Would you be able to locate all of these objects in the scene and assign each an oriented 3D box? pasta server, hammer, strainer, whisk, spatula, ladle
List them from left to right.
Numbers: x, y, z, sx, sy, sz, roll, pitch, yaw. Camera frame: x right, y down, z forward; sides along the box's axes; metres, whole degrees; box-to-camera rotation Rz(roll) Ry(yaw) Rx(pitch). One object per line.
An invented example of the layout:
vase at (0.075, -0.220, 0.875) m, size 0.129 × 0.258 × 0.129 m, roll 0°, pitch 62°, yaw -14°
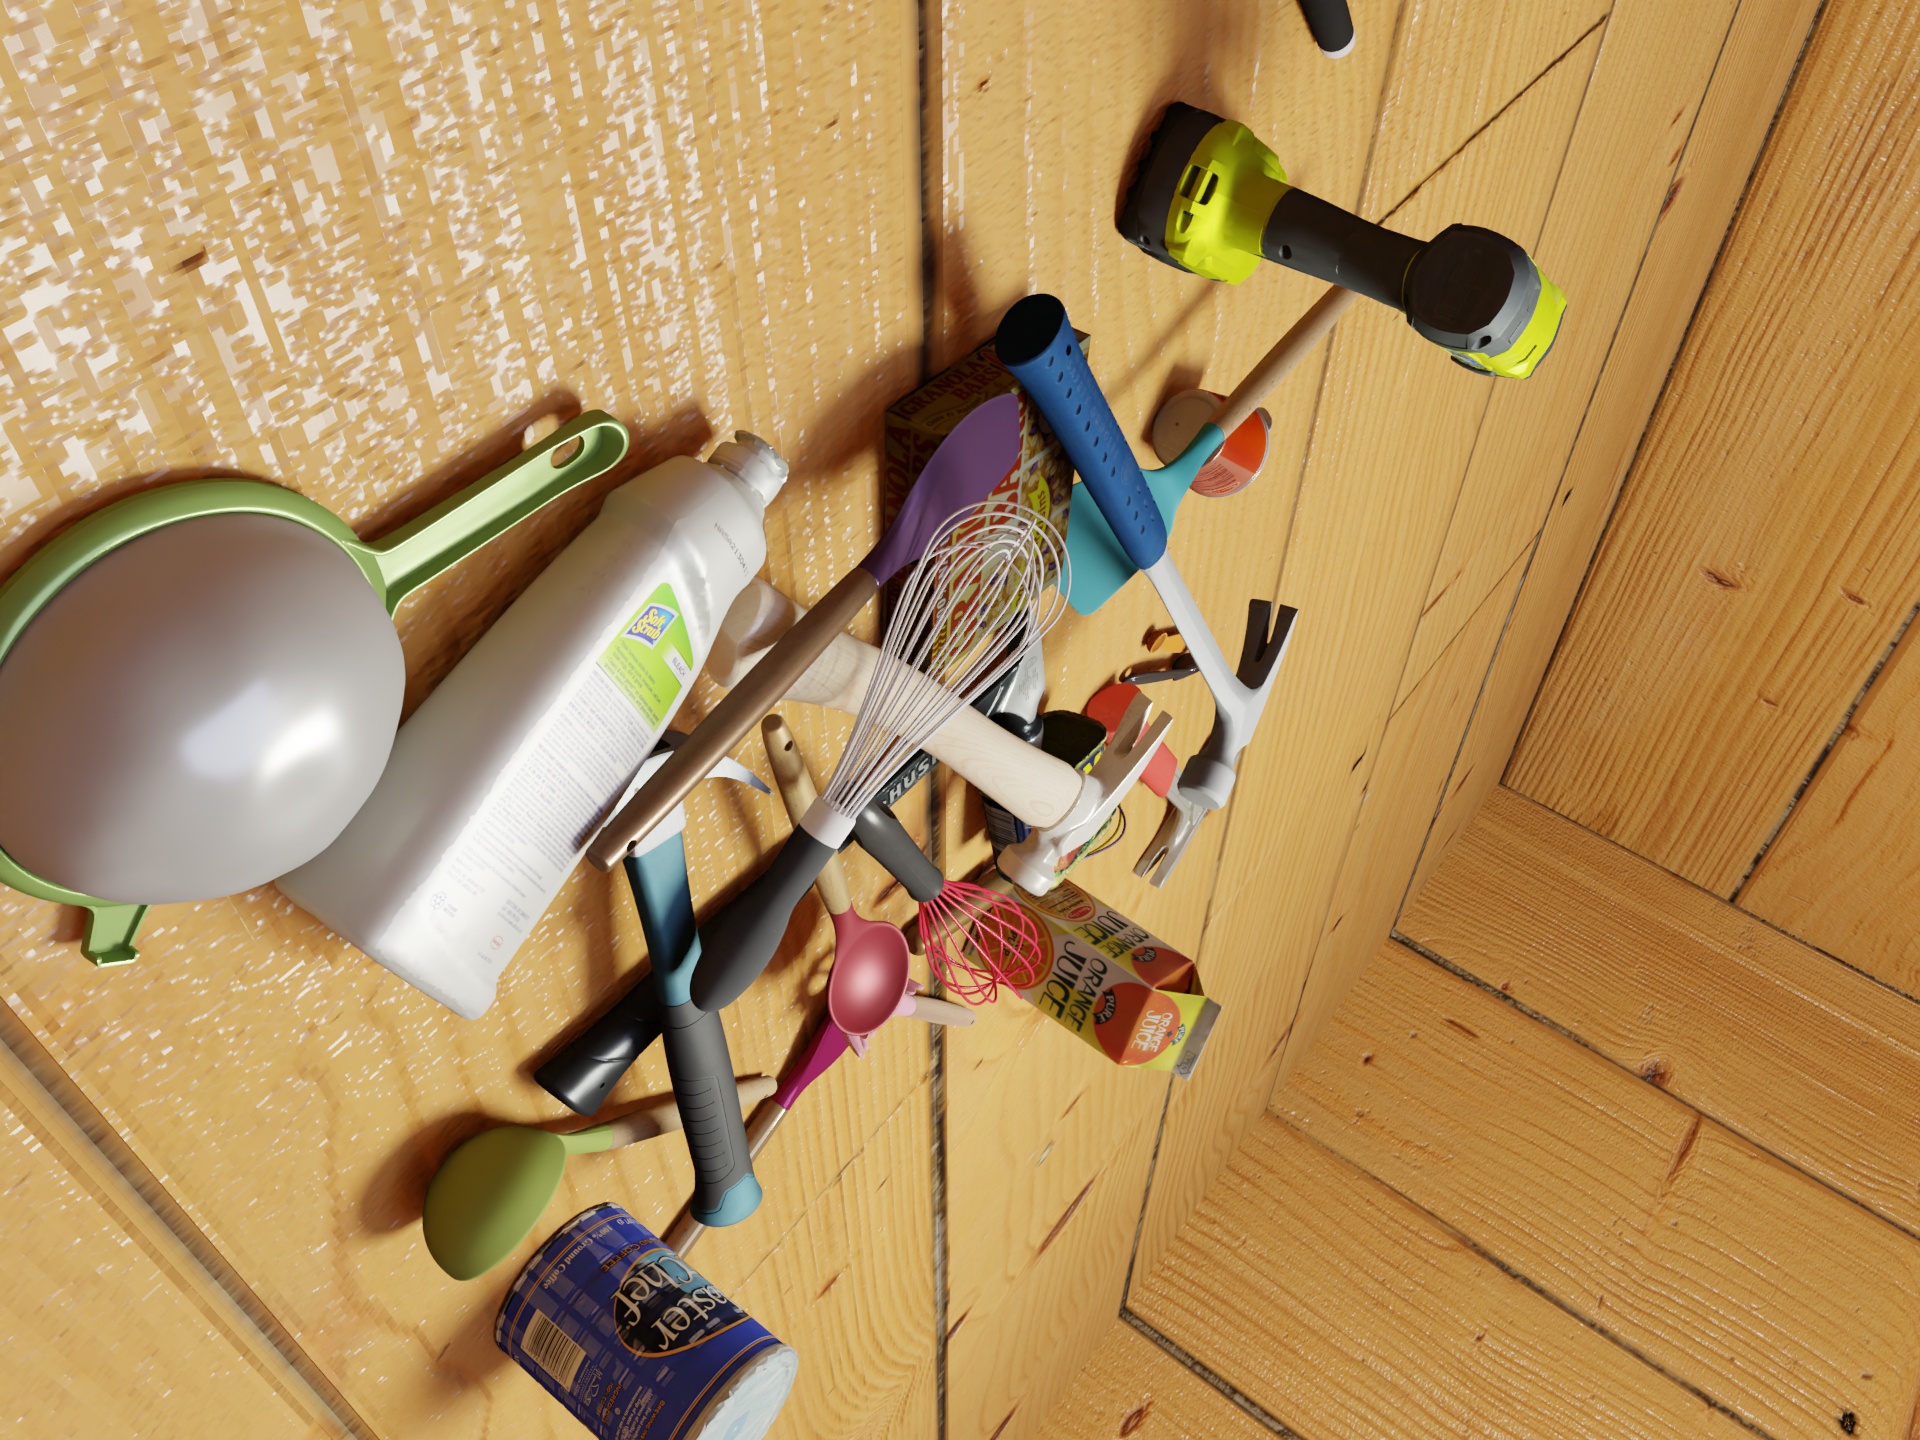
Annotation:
strainer at (-0.192, -0.024, 0.521) m, size 0.256 × 0.069 × 0.151 m, roll -42°, pitch 151°, yaw -31°
ladle at (-0.176, 0.235, 0.874) m, size 0.078 × 0.062 × 0.320 m, roll -36°, pitch 165°, yaw 16°
hammer at (-0.138, 0.144, 0.797) m, size 0.128 × 0.033 × 0.330 m, roll -35°, pitch 137°, yaw -35°
hammer at (-0.078, 0.073, 0.903) m, size 0.409 × 0.036 × 0.149 m, roll -42°, pitch 150°, yaw -33°
ladle at (-0.070, 0.088, 0.856) m, size 0.069 × 0.031 × 0.315 m, roll -52°, pitch 155°, yaw -24°
spatula at (-0.057, -0.048, 0.706) m, size 0.316 × 0.018 × 0.059 m, roll -50°, pitch 152°, yaw -31°
whisk at (-0.043, 0.022, 0.746) m, size 0.284 × 0.070 × 0.070 m, roll -56°, pitch 157°, yaw 6°
pasta server at (-0.026, 0.211, 1.139) m, size 0.060 × 0.040 × 0.316 m, roll -50°, pitch 161°, yaw -1°
whisk at (-0.014, 0.105, 0.950) m, size 0.073 × 0.073 × 0.295 m, roll -54°, pitch 148°, yaw -13°
hammer at (-0.001, -0.003, 0.867) m, size 0.146 × 0.038 × 0.410 m, roll -52°, pitch 149°, yaw 4°
whisk at (0.042, 0.106, 1.181) m, size 0.245 × 0.051 × 0.047 m, roll -30°, pitch 123°, yaw -41°
hammer at (0.160, 0.047, 1.339) m, size 0.149 × 0.037 × 0.358 m, roll -58°, pitch 157°, yaw -3°
hammer at (0.113, -0.096, 0.902) m, size 0.144 × 0.035 × 0.405 m, roll -64°, pitch 147°, yaw -17°
spatula at (0.165, -0.196, 0.986) m, size 0.317 × 0.044 × 0.082 m, roll -46°, pitch 116°, yaw -19°

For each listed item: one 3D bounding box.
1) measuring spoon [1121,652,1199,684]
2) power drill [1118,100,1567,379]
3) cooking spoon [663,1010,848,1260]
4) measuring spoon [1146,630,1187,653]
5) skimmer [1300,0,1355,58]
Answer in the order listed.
measuring spoon at (0.160, -0.042, 1.262) m, size 0.034 × 0.018 × 0.124 m, roll -29°, pitch 169°, yaw 35°
power drill at (0.213, -0.250, 0.864) m, size 0.171 × 0.223 × 0.080 m, roll -6°, pitch 123°, yaw -61°
cooking spoon at (-0.135, 0.273, 1.043) m, size 0.319 × 0.017 × 0.068 m, roll -54°, pitch 159°, yaw -14°
measuring spoon at (0.169, -0.065, 1.263) m, size 0.021 × 0.011 × 0.117 m, roll -57°, pitch 161°, yaw 18°
skimmer at (0.190, -0.429, 0.779) m, size 0.363 × 0.090 × 0.127 m, roll 17°, pitch 71°, yaw -68°
